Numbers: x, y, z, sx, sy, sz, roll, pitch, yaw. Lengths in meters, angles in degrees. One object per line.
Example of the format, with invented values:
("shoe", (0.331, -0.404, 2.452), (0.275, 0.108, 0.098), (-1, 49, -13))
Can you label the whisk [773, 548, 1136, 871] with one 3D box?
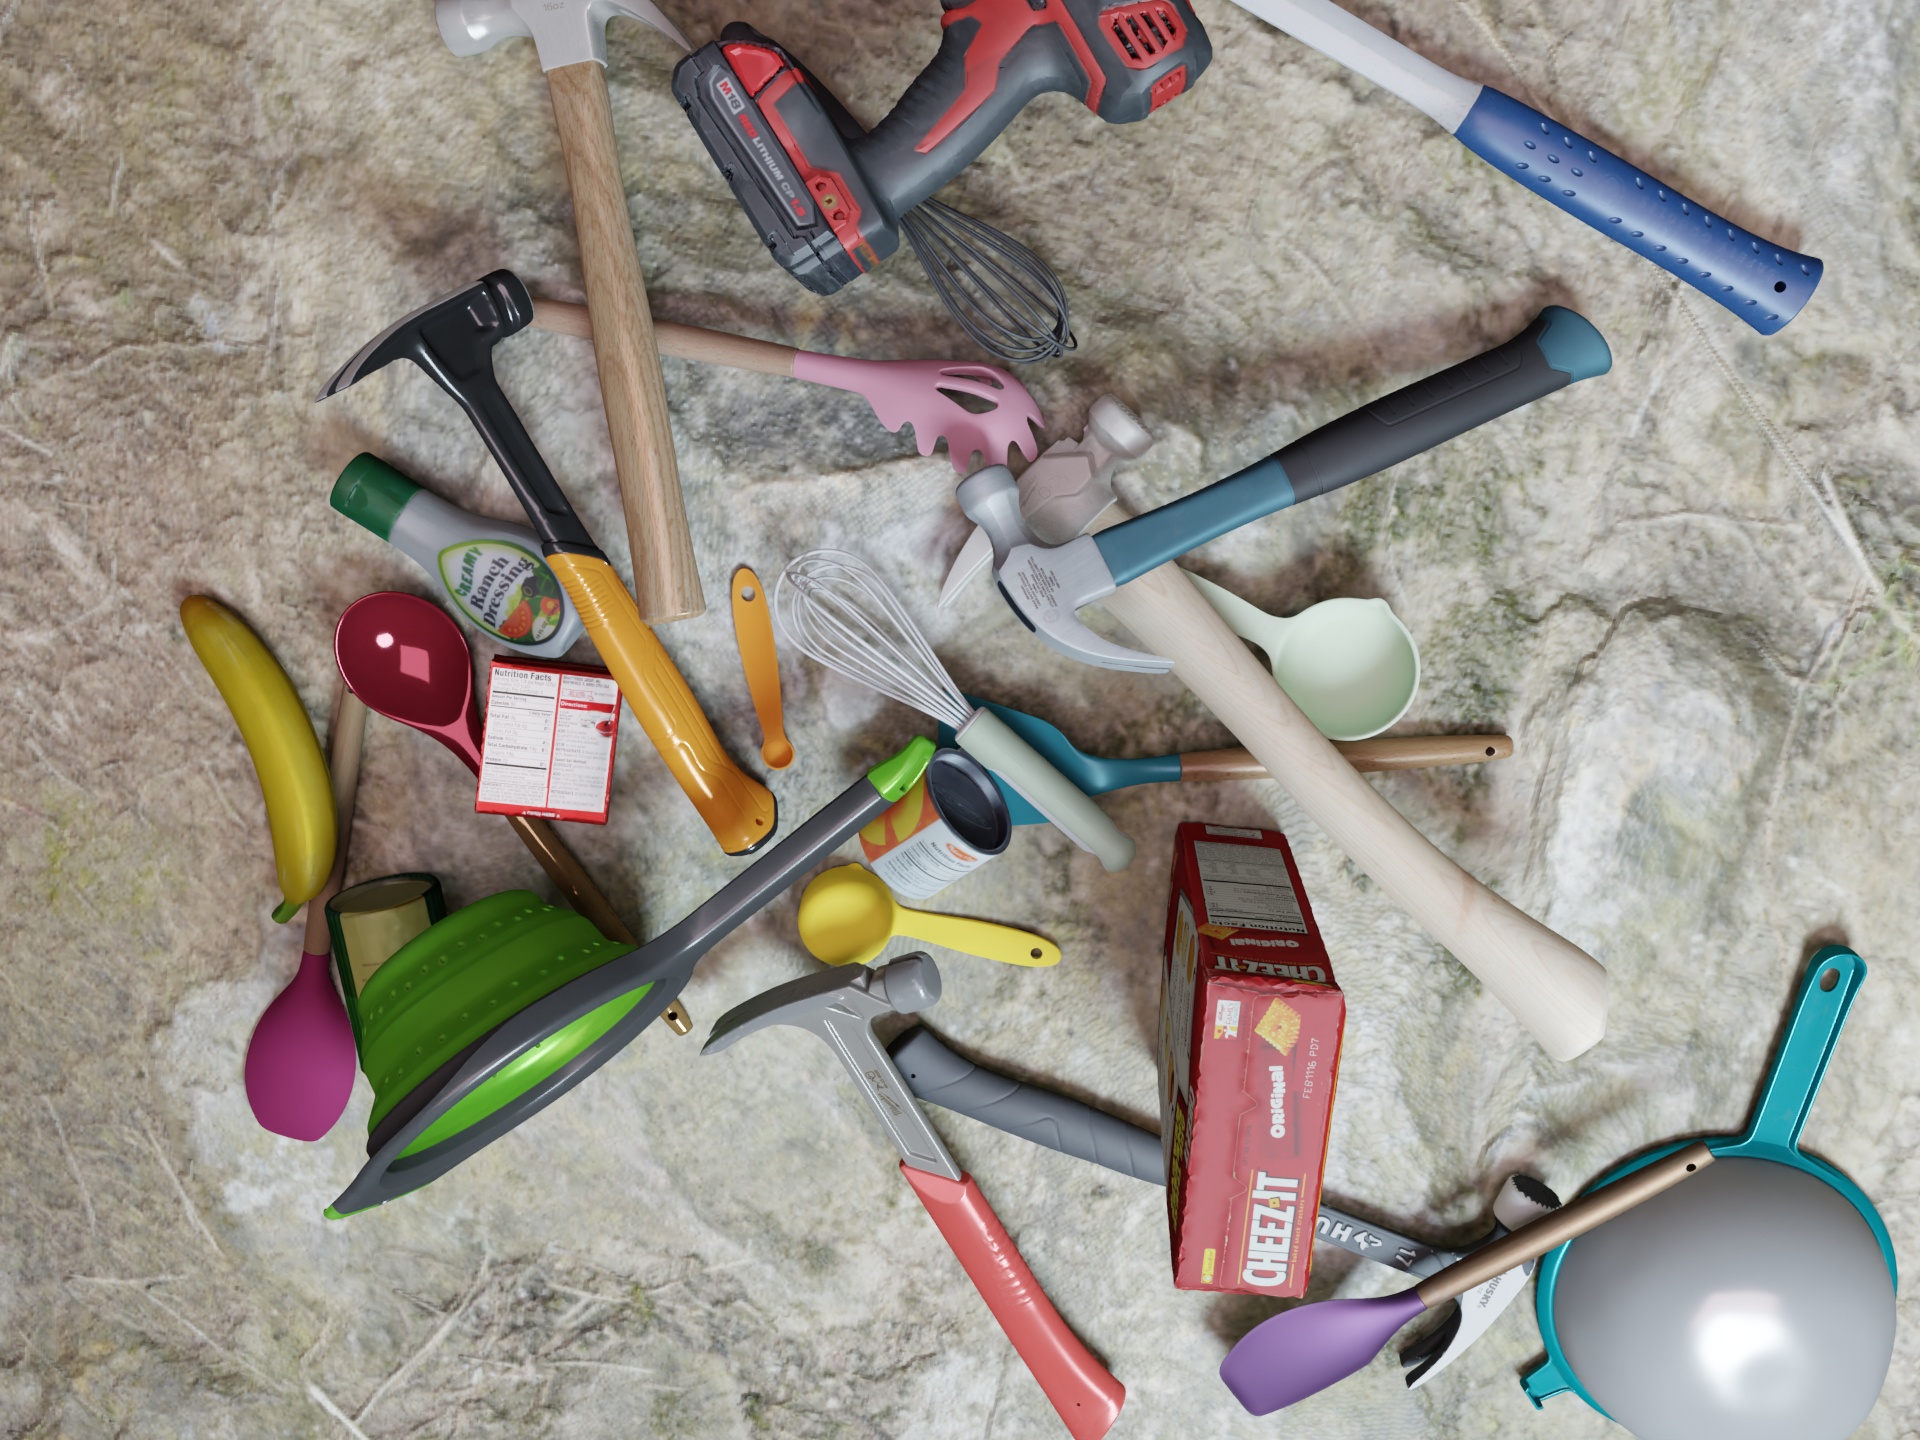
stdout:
("whisk", (-0.001, -0.003, 0.860), (0.246, 0.058, 0.059), (41, 90, 0))

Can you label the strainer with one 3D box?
("strainer", (0.465, 0.298, 0.906), (0.211, 0.095, 0.340), (10, 107, 1))

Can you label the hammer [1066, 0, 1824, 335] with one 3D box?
("hammer", (0.237, -0.301, 0.784), (0.405, 0.035, 0.144), (28, 105, -4))

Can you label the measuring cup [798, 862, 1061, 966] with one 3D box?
("measuring cup", (-0.019, 0.126, 0.923), (0.156, 0.029, 0.062), (11, 106, 2))

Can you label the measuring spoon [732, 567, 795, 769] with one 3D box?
("measuring spoon", (-0.111, -0.029, 0.899), (0.021, 0.011, 0.117), (-8, 101, 6))

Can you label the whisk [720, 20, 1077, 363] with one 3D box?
("whisk", (-0.031, -0.268, 0.809), (0.239, 0.055, 0.055), (43, 104, -3))

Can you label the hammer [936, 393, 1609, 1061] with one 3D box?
("hammer", (0.169, 0.024, 0.832), (0.411, 0.038, 0.146), (46, 105, 5))

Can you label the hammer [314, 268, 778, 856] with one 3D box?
("hammer", (-0.195, -0.062, 0.841), (0.034, 0.127, 0.336), (-10, 118, 40))

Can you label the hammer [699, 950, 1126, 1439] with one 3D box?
("hammer", (-0.006, 0.299, 0.950), (0.149, 0.037, 0.358), (-21, 110, 21))

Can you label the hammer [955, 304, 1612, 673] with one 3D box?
("hammer", (0.172, -0.127, 0.797), (0.331, 0.033, 0.128), (-25, 85, -5))

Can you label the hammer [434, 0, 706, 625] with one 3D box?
("hammer", (-0.172, -0.214, 0.810), (0.130, 0.031, 0.331), (-8, 97, 13))

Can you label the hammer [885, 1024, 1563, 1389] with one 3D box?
("hammer", (0.141, 0.275, 0.954), (0.409, 0.036, 0.149), (21, 107, -2))

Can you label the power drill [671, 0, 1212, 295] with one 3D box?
("power drill", (-0.020, -0.327, 0.740), (0.226, 0.080, 0.188), (-31, 92, 8))

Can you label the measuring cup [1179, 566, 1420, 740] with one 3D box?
("measuring cup", (0.168, -0.050, 0.865), (0.167, 0.038, 0.083), (28, 104, 12))

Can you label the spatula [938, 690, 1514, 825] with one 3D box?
("spatula", (0.146, 0.020, 0.888), (0.317, 0.044, 0.082), (-3, 106, 0))

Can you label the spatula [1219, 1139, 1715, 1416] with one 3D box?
("spatula", (0.290, 0.323, 0.927), (0.316, 0.018, 0.059), (-33, 101, 15))

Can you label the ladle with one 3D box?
("ladle", (-0.249, 0.060, 0.923), (0.069, 0.031, 0.315), (-34, 103, -1))

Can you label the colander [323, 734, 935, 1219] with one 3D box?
("colander", (-0.191, 0.107, 0.854), (0.397, 0.204, 0.094), (-38, 79, 5))

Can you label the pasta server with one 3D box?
("pasta server", (-0.111, -0.188, 0.837), (0.316, 0.040, 0.060), (12, 66, 7))

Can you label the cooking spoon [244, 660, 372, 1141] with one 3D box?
("cooking spoon", (-0.382, 0.114, 0.951), (0.069, 0.017, 0.318), (15, 106, 0))
